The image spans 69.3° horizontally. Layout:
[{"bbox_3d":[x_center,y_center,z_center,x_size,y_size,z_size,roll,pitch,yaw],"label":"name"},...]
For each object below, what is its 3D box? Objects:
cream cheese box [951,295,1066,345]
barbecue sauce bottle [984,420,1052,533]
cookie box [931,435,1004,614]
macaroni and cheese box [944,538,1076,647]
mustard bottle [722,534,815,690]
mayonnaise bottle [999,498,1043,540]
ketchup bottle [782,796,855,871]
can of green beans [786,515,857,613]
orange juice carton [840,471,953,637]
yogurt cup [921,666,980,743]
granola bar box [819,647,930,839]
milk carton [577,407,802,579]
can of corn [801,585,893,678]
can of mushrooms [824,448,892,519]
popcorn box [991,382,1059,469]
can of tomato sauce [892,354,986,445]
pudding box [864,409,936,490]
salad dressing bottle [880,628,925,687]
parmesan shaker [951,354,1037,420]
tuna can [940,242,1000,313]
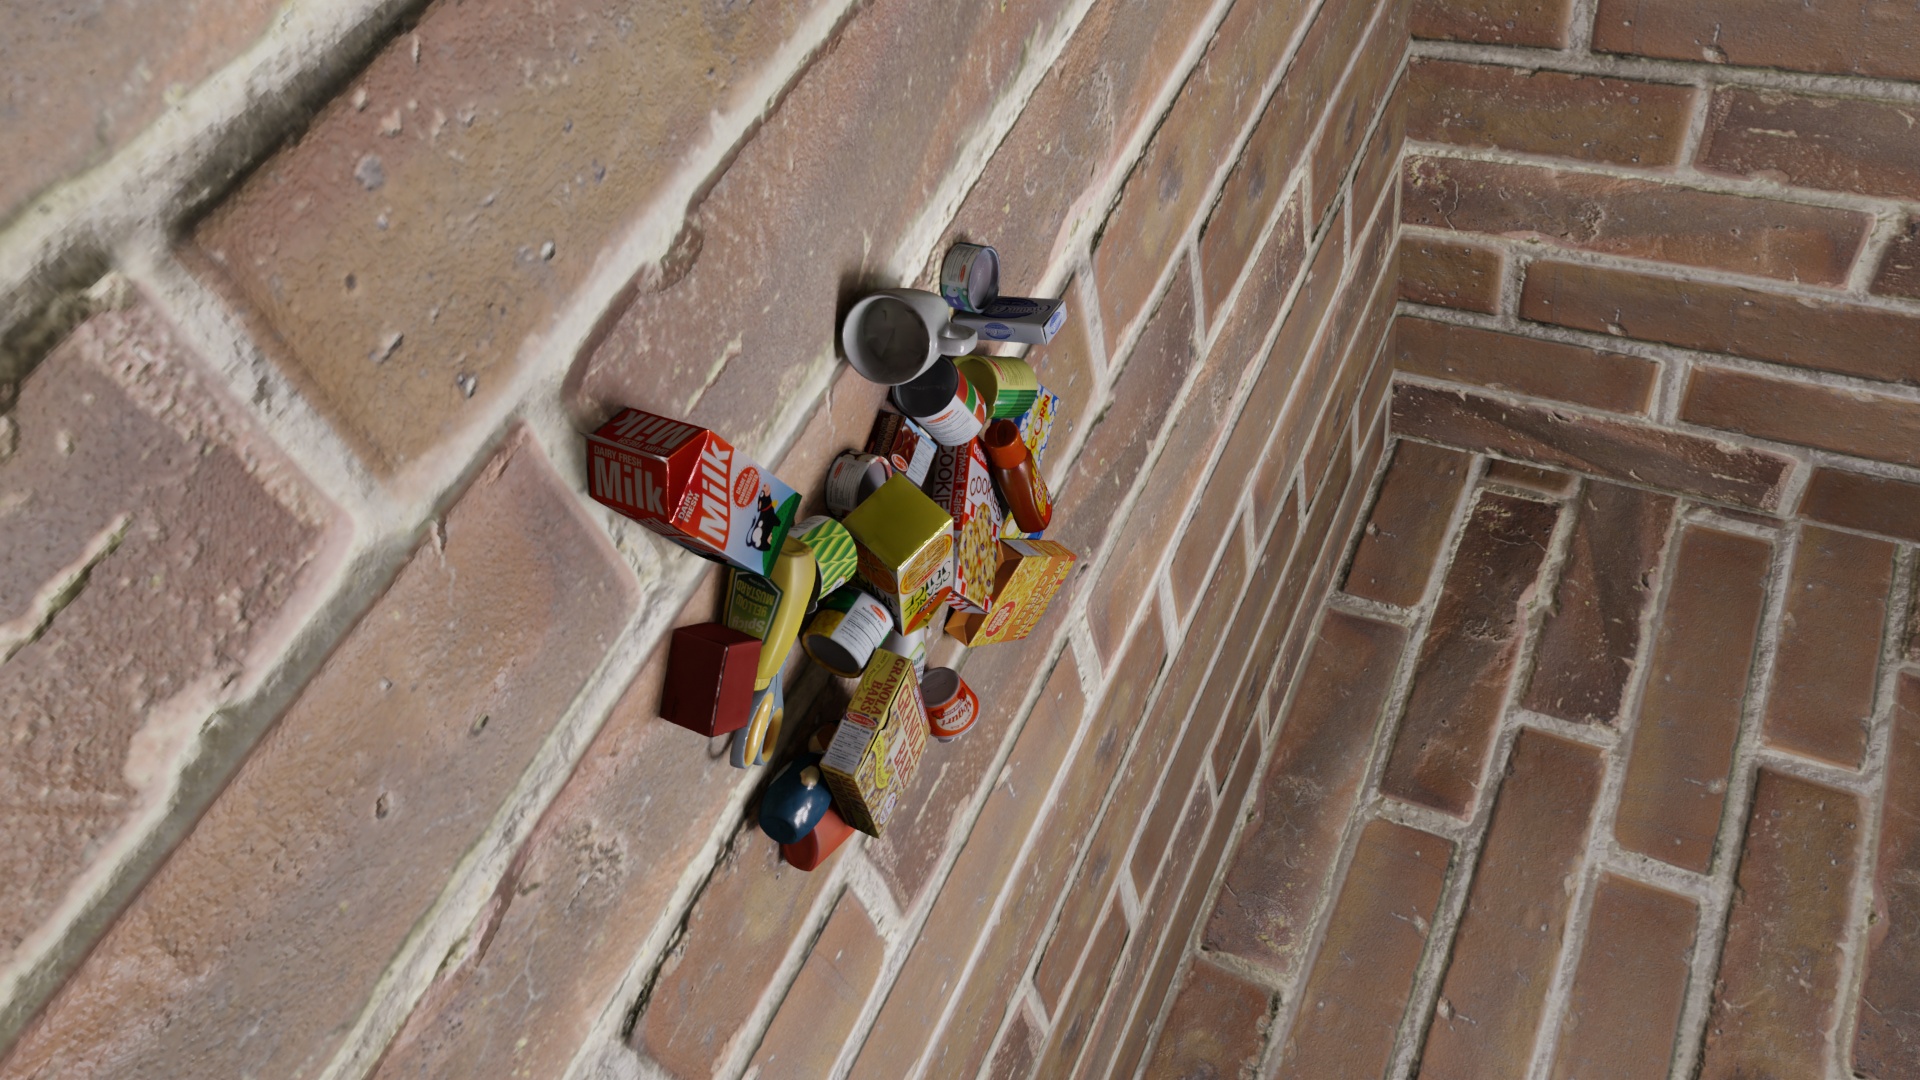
[{"bbox_3d":[0.049,-0.220,1.381,0.054,0.104,0.024,-54,141,-41],"label":"cream cheese box"},{"bbox_3d":[0.060,-0.070,1.457,0.148,0.043,0.065,62,24,-55],"label":"barbecue sauce bottle"},{"bbox_3d":[0.005,-0.018,1.436,0.123,0.040,0.168,39,55,-67],"label":"cookie box"},{"bbox_3d":[0.061,0.060,1.599,0.123,0.040,0.166,-59,158,13],"label":"macaroni and cheese box"},{"bbox_3d":[-0.166,0.073,1.150,0.049,0.065,0.159,-23,132,-63],"label":"mustard bottle"},{"bbox_3d":[0.052,-0.019,1.575,0.148,0.041,0.064,12,100,-65],"label":"mayonnaise bottle"},{"bbox_3d":[-0.118,0.266,1.380,0.149,0.043,0.064,-33,134,-56],"label":"ketchup bottle"},{"bbox_3d":[-0.130,0.018,1.187,0.058,0.071,0.071,-34,134,-55],"label":"can of green beans"},{"bbox_3d":[-0.055,0.024,1.289,0.073,0.072,0.191,-44,161,-19],"label":"orange juice carton"},{"bbox_3d":[-0.018,0.175,1.517,0.073,0.072,0.053,-59,143,-30],"label":"yogurt cup"},{"bbox_3d":[-0.076,0.193,1.301,0.164,0.039,0.125,81,31,-59],"label":"granola bar box"},{"bbox_3d":[-0.197,-0.038,1.008,0.190,0.072,0.073,40,68,-63],"label":"milk carton"},{"bbox_3d":[-0.106,0.085,1.281,0.058,0.071,0.070,-56,150,-33],"label":"can of corn"},{"bbox_3d":[-0.091,-0.048,1.269,0.071,0.033,0.070,-41,138,-50],"label":"can of mushrooms"},{"bbox_3d":[0.065,-0.114,1.553,0.085,0.038,0.126,24,81,-66],"label":"popcorn box"},{"bbox_3d":[-0.019,-0.136,1.333,0.083,0.071,0.071,39,69,-64],"label":"can of tomato sauce"},{"bbox_3d":[-0.056,-0.086,1.325,0.083,0.030,0.050,39,70,-63],"label":"pudding box"},{"bbox_3d":[-0.058,0.105,1.414,0.064,0.044,0.147,-10,111,-63],"label":"salad dressing bottle"},{"bbox_3d":[0.031,-0.154,1.422,0.103,0.071,0.071,-11,114,-63],"label":"parmesan shaker"},{"bbox_3d":[0.011,-0.257,1.364,0.071,0.033,0.070,-42,140,-49],"label":"tuna can"}]
